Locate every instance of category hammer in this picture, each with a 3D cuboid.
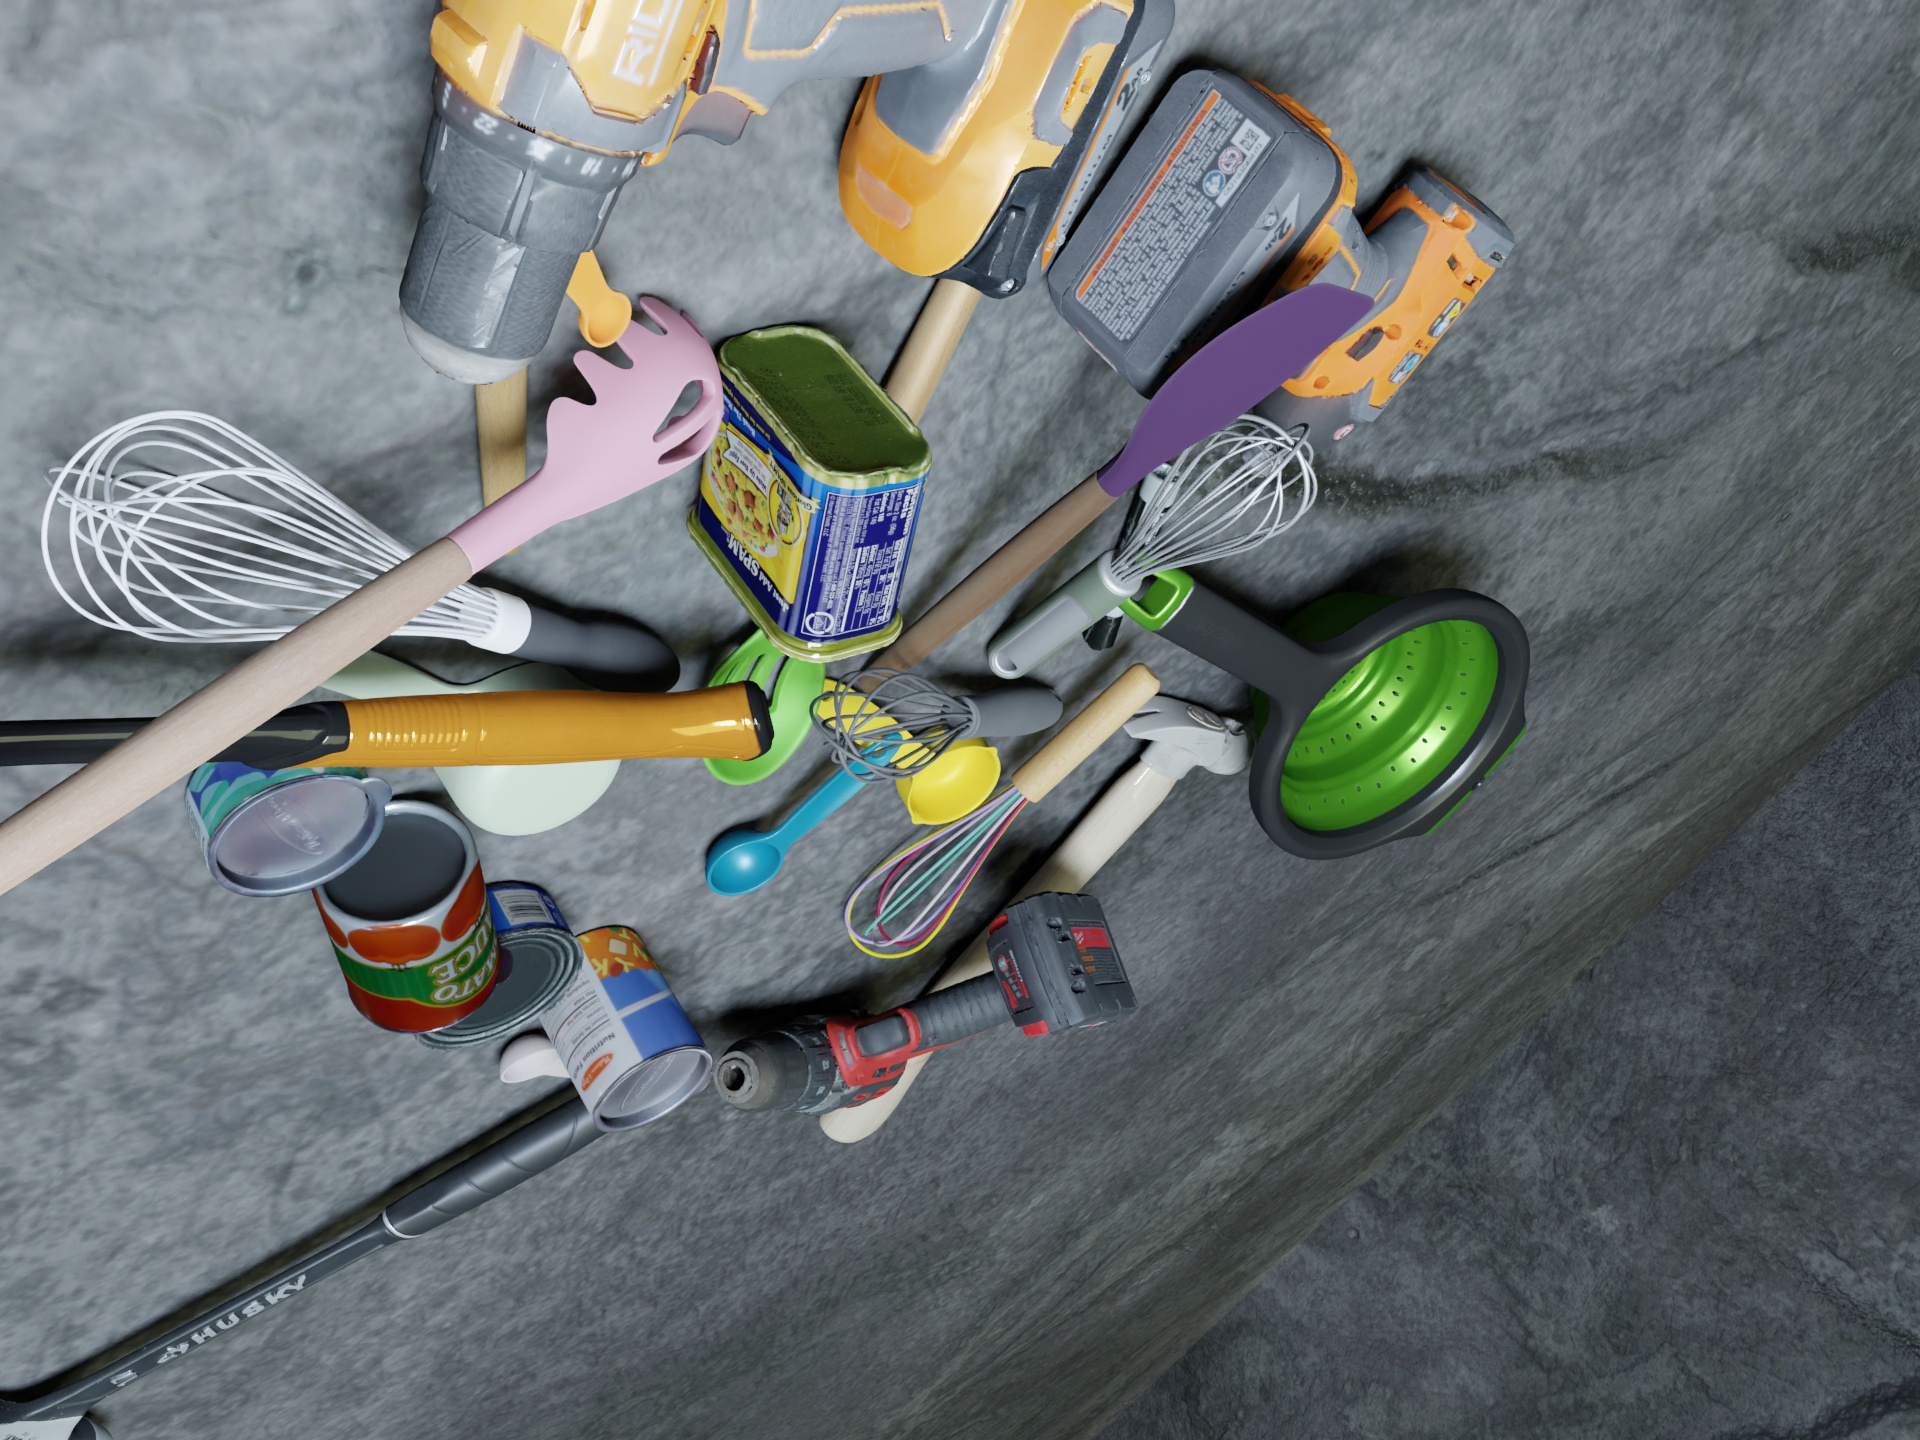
[{"bbox_3d":[0.026,0.144,1.070,0.146,0.038,0.410,12,124,-52],"label":"hammer"},{"bbox_3d":[-0.212,0.008,0.558,0.336,0.034,0.127,-2,162,-43],"label":"hammer"},{"bbox_3d":[-0.322,0.278,0.862,0.409,0.036,0.149,-27,147,-16],"label":"hammer"}]

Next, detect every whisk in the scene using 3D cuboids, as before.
[{"bbox_3d":[0.024,0.056,0.921,0.245,0.047,0.051,-44,158,18],"label":"whisk"},{"bbox_3d":[-0.188,-0.044,0.567,0.070,0.070,0.284,-46,155,13],"label":"whisk"},{"bbox_3d":[-0.002,-0.002,0.805,0.055,0.055,0.239,-51,162,20],"label":"whisk"},{"bbox_3d":[0.080,-0.073,0.749,0.059,0.057,0.246,-53,-170,-36],"label":"whisk"}]

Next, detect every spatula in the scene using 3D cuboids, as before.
[{"bbox_3d":[0.046,-0.089,0.687,0.059,0.018,0.316,0,154,-41],"label":"spatula"}]

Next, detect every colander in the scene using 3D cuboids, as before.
[{"bbox_3d":[0.202,-0.039,0.973,0.396,0.095,0.204,23,112,-43],"label":"colander"}]

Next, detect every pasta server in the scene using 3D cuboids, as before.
[{"bbox_3d":[-0.182,-0.039,0.491,0.316,0.040,0.060,-43,147,-31],"label":"pasta server"}]

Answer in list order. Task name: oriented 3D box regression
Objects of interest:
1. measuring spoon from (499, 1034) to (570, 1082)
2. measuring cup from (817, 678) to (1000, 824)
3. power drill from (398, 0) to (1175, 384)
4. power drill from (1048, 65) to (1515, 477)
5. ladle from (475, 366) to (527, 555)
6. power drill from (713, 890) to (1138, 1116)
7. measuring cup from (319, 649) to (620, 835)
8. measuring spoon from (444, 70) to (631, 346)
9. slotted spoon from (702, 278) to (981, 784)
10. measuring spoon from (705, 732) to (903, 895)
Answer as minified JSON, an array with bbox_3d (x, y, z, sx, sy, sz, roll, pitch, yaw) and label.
[{"bbox_3d":[-0.216,0.188,0.892,0.034,0.018,0.124,-35,158,10],"label":"measuring spoon"},{"bbox_3d":[-0.036,0.007,0.839,0.062,0.029,0.156,-43,138,9],"label":"measuring cup"},{"bbox_3d":[-0.053,-0.180,0.472,0.226,0.084,0.185,-10,138,-50],"label":"power drill"},{"bbox_3d":[0.142,-0.184,0.712,0.226,0.084,0.164,-2,136,-51],"label":"power drill"},{"bbox_3d":[-0.138,-0.167,0.480,0.069,0.031,0.315,-24,149,-32],"label":"ladle"},{"bbox_3d":[-0.024,0.180,0.958,0.226,0.080,0.187,-25,164,17],"label":"power drill"},{"bbox_3d":[-0.199,0.004,0.631,0.083,0.038,0.167,-44,152,9],"label":"measuring cup"},{"bbox_3d":[-0.129,-0.153,0.480,0.021,0.011,0.116,-49,155,-11],"label":"measuring spoon"},{"bbox_3d":[-0.042,-0.098,0.678,0.070,0.031,0.313,-4,133,-45],"label":"slotted spoon"},{"bbox_3d":[-0.082,0.043,0.823,0.128,0.021,0.042,-40,143,8],"label":"measuring spoon"}]
